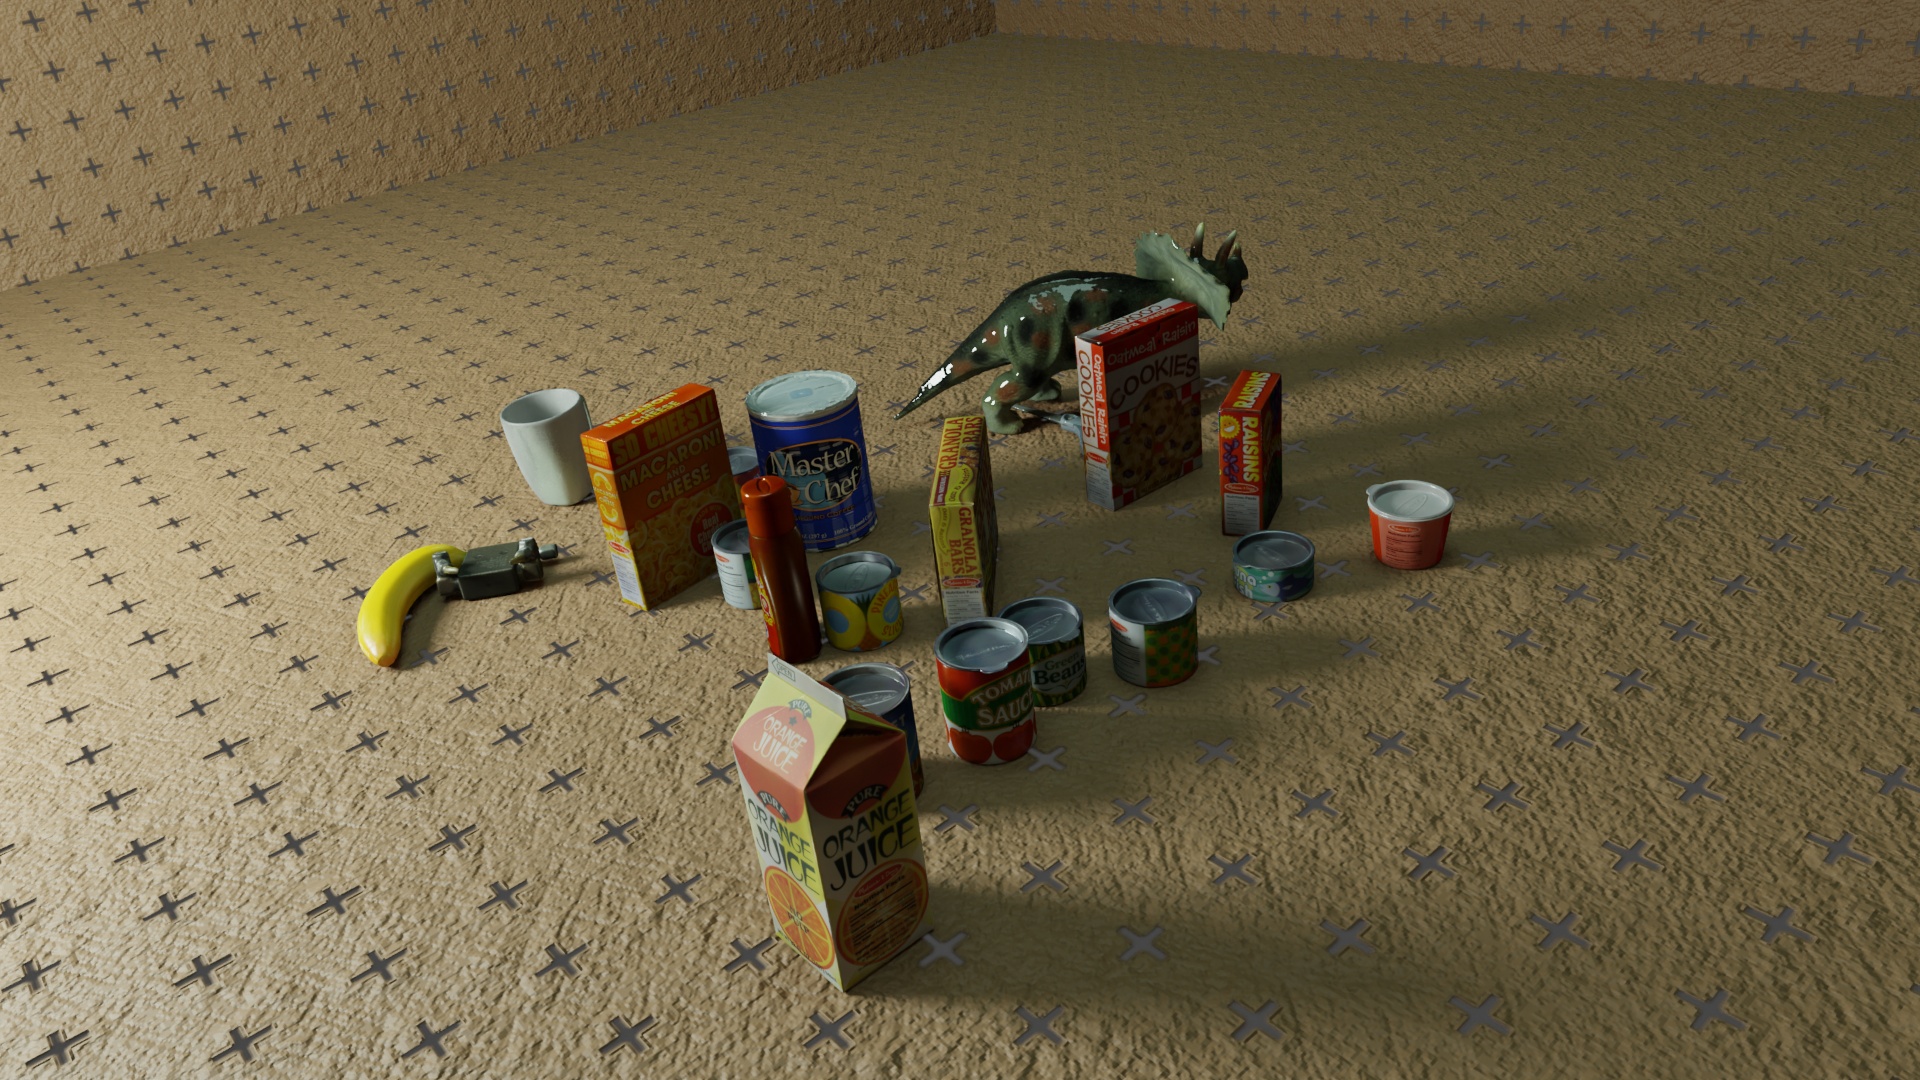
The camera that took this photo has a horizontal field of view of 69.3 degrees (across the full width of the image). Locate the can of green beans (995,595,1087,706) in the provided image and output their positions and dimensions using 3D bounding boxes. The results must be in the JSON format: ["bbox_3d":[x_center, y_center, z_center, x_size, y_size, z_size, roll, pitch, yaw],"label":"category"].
[{"bbox_3d":[0.061,0.083,1.044,0.071,0.057,0.071,-5,29,3],"label":"can of green beans"}]

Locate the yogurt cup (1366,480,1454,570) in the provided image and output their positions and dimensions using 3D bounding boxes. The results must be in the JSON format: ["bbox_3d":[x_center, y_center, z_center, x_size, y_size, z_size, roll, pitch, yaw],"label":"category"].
[{"bbox_3d":[0.372,-0.011,1.151,0.072,0.053,0.073,-5,29,3],"label":"yogurt cup"}]

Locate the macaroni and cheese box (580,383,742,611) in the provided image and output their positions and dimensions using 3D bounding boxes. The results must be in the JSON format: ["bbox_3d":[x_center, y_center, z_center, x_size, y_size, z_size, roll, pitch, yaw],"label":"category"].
[{"bbox_3d":[-0.259,-0.040,1.226,0.040,0.165,0.124,16,36,36],"label":"macaroni and cheese box"}]

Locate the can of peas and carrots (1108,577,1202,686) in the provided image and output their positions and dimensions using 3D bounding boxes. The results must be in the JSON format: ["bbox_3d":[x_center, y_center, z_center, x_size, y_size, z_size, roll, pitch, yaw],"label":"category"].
[{"bbox_3d":[0.149,0.068,1.051,0.071,0.058,0.071,-5,29,3],"label":"can of peas and carrots"}]

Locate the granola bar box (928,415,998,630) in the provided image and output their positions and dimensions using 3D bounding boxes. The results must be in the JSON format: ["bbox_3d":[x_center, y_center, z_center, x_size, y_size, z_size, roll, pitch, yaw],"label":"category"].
[{"bbox_3d":[0.004,-0.015,1.166,0.039,0.123,0.166,-4,29,6],"label":"granola bar box"}]

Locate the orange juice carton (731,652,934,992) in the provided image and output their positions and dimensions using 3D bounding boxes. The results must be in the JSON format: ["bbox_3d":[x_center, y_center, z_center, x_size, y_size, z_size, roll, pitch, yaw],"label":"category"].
[{"bbox_3d":[-0.074,0.156,0.802,0.073,0.191,0.072,-27,34,-33],"label":"orange juice carton"}]

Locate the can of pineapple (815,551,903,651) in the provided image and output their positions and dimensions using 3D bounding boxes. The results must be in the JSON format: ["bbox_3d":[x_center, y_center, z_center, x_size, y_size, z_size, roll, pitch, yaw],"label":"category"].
[{"bbox_3d":[-0.080,0.050,1.136,0.071,0.057,0.071,-5,29,3],"label":"can of pineapple"}]

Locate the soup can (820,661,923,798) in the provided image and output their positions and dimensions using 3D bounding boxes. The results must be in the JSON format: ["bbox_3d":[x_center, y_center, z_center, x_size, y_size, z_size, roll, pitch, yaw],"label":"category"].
[{"bbox_3d":[-0.062,0.137,0.946,0.071,0.083,0.072,-5,28,3],"label":"soup can"}]

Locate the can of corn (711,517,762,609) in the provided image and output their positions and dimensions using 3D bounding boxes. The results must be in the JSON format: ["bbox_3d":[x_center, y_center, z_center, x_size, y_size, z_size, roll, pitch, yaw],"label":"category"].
[{"bbox_3d":[-0.177,0.018,1.214,0.071,0.058,0.071,-5,29,3],"label":"can of corn"}]

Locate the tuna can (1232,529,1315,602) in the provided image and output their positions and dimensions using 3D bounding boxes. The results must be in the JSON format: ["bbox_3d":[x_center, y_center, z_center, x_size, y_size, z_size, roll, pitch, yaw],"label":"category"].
[{"bbox_3d":[0.255,0.021,1.139,0.071,0.032,0.071,-5,29,3],"label":"tuna can"}]

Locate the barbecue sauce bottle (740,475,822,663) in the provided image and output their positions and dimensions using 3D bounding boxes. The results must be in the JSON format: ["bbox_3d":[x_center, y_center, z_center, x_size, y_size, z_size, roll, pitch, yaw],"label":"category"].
[{"bbox_3d":[-0.143,0.022,1.108,0.044,0.147,0.065,-13,29,-11],"label":"barbecue sauce bottle"}]

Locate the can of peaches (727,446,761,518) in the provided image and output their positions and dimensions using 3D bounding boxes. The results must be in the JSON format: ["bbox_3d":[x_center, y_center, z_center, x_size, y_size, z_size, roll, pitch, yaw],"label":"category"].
[{"bbox_3d":[-0.217,-0.052,1.351,0.071,0.057,0.071,-5,29,3],"label":"can of peaches"}]

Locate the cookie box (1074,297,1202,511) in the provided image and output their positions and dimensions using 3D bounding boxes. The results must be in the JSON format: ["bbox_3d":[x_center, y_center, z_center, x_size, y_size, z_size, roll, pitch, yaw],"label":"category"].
[{"bbox_3d":[0.169,-0.127,1.289,0.123,0.166,0.040,-26,34,-31],"label":"cookie box"}]

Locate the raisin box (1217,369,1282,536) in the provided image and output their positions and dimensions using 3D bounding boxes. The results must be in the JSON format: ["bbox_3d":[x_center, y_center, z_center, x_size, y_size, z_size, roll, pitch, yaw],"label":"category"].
[{"bbox_3d":[0.256,-0.077,1.224,0.040,0.122,0.086,7,31,24],"label":"raisin box"}]

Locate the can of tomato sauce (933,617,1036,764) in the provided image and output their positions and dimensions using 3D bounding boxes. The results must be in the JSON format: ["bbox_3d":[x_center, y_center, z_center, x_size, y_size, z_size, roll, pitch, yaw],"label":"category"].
[{"bbox_3d":[0.020,0.107,0.983,0.071,0.082,0.071,-5,28,3],"label":"can of tomato sauce"}]
